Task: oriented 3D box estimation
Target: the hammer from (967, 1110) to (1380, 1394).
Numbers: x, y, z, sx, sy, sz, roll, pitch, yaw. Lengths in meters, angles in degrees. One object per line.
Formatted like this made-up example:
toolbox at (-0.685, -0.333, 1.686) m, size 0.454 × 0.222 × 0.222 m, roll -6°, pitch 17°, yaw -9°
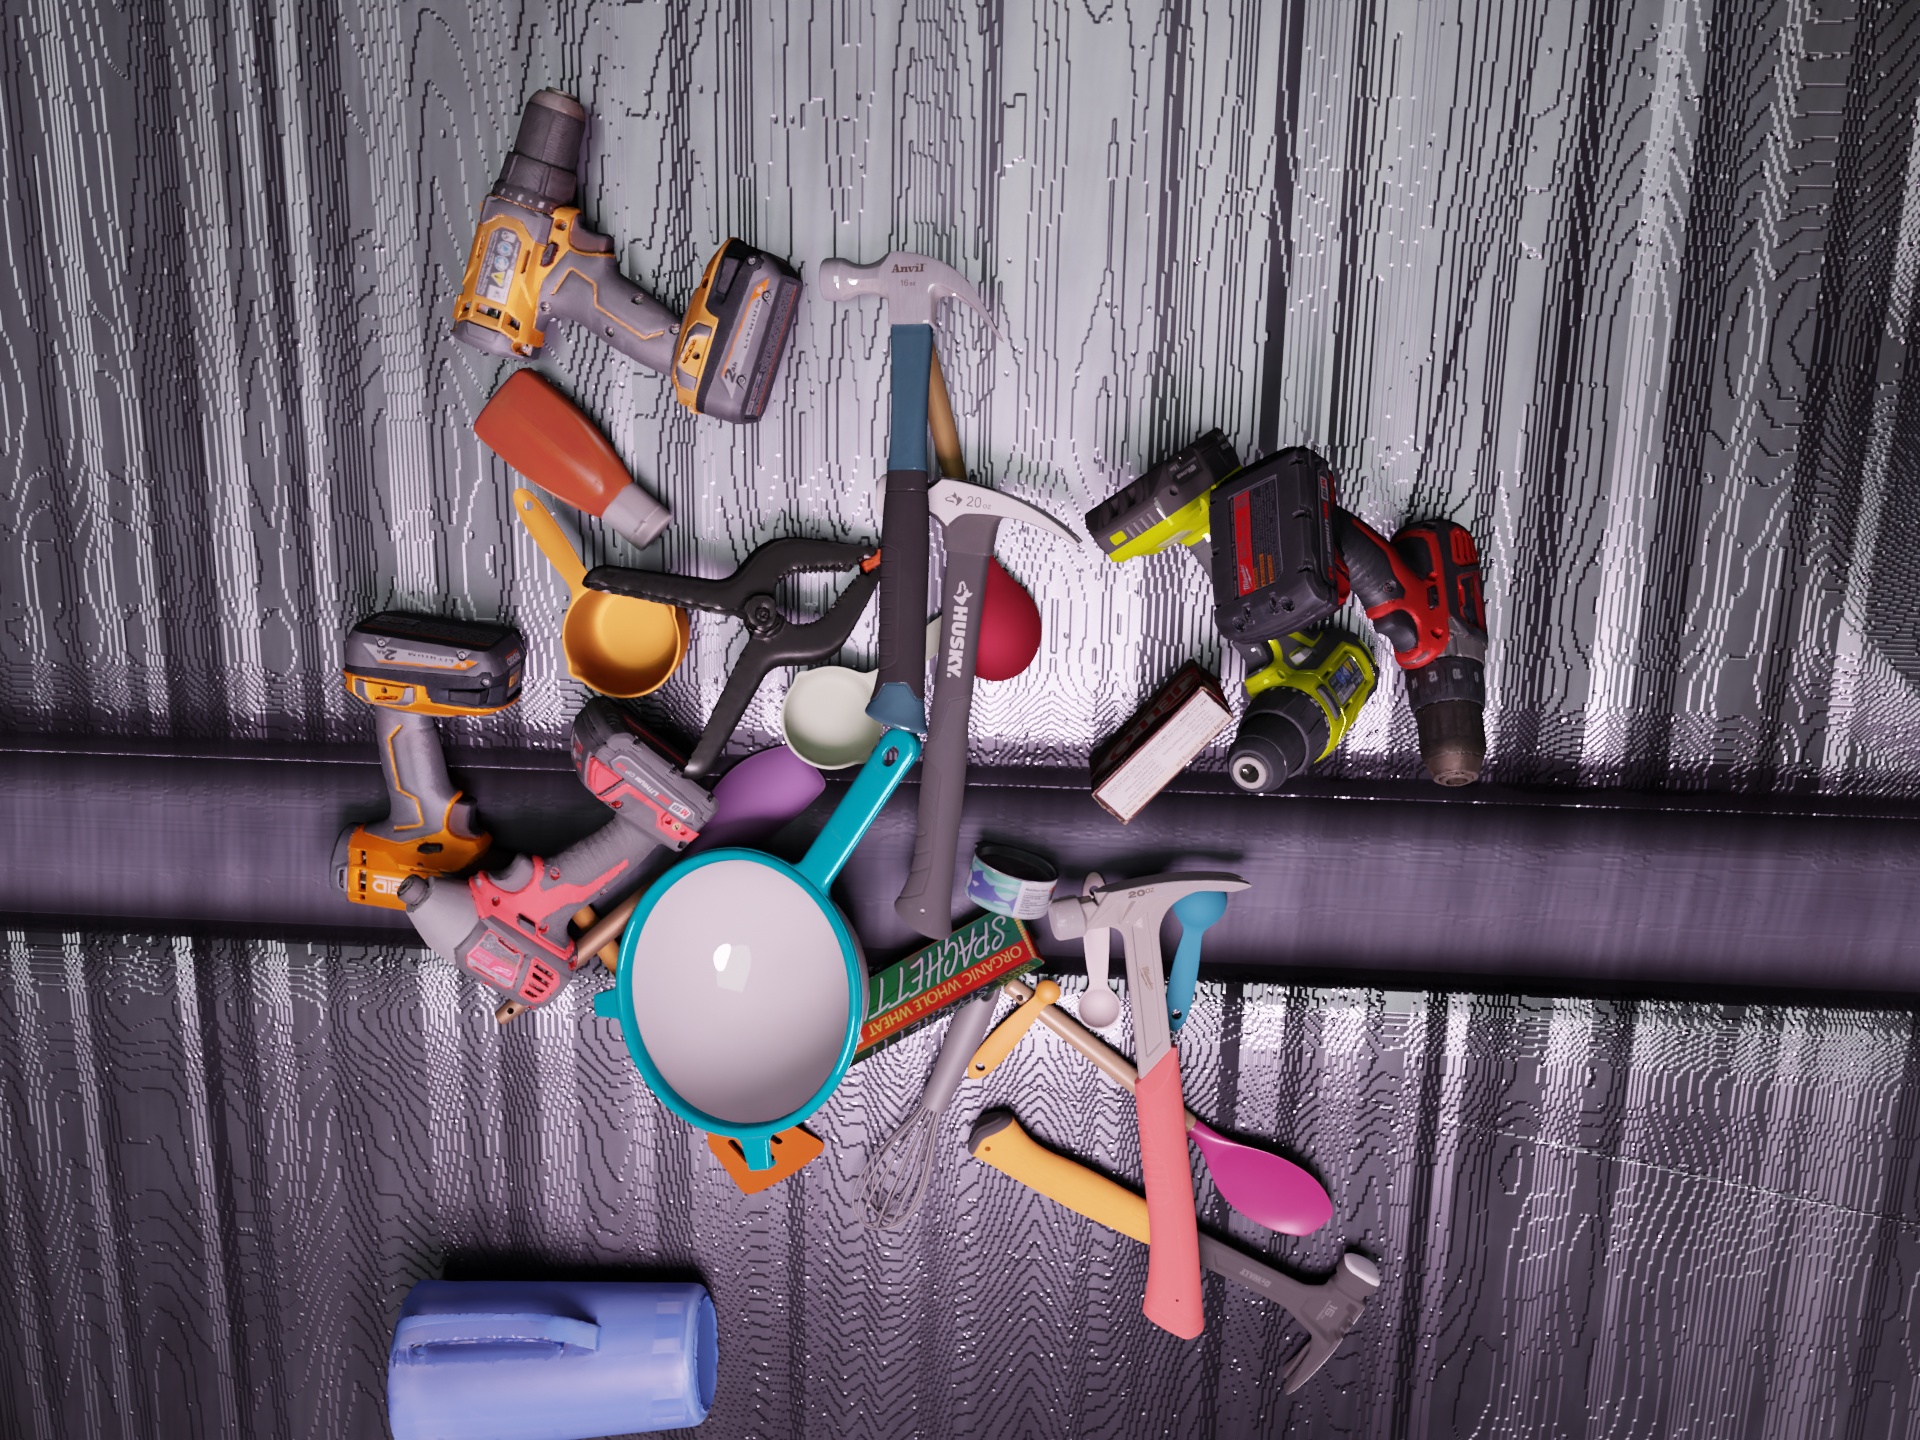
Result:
hammer at (0.155, 0.409, 1.264) m, size 0.337 × 0.034 × 0.127 m, roll 28°, pitch 108°, yaw -1°

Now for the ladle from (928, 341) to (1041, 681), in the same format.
ladle at (-0.003, -0.178, 1.146) m, size 0.069 × 0.031 × 0.315 m, roll -15°, pitch 100°, yaw -5°

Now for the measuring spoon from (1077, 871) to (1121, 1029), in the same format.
measuring spoon at (0.105, 0.177, 1.229) m, size 0.034 × 0.018 × 0.124 m, roll -2°, pitch 96°, yaw 1°

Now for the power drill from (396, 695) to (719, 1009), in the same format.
power drill at (-0.296, 0.097, 1.163) m, size 0.219 × 0.079 × 0.143 m, roll -48°, pitch 122°, yaw 1°

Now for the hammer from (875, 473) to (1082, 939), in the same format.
hammer at (-0.002, -0.004, 1.145) m, size 0.146 × 0.035 × 0.334 m, roll 8°, pitch 102°, yaw 9°

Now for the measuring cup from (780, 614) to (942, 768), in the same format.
measuring cup at (-0.061, -0.031, 1.185) m, size 0.167 × 0.038 × 0.083 m, roll -38°, pitch 98°, yaw -6°

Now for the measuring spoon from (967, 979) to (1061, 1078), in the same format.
measuring spoon at (0.039, 0.243, 1.235) m, size 0.021 × 0.011 × 0.117 m, roll 37°, pitch 116°, yaw -3°

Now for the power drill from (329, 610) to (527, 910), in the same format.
power drill at (-0.384, 0.042, 1.198) m, size 0.164 × 0.084 × 0.226 m, roll 9°, pitch 108°, yaw 1°

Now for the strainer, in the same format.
strainer at (-0.113, 0.147, 1.184) m, size 0.211 × 0.095 × 0.340 m, roll 38°, pitch 103°, yaw 21°

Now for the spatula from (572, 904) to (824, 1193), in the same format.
spatula at (-0.232, 0.241, 1.262) m, size 0.081 × 0.041 × 0.322 m, roll -34°, pitch 94°, yaw 10°

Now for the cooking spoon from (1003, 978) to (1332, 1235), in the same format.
cooking spoon at (0.161, 0.302, 1.248) m, size 0.319 × 0.017 × 0.068 m, roll 38°, pitch 118°, yaw -5°

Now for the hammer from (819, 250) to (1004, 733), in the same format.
hammer at (-0.038, -0.156, 1.090) m, size 0.128 × 0.033 × 0.331 m, roll 1°, pitch 87°, yaw 12°

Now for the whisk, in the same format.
whisk at (-0.024, 0.299, 1.250) m, size 0.055 × 0.055 × 0.239 m, roll 24°, pitch 99°, yaw -2°

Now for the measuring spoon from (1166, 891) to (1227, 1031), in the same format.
measuring spoon at (0.175, 0.181, 1.217) m, size 0.042 × 0.021 × 0.128 m, roll 10°, pitch 102°, yaw 2°

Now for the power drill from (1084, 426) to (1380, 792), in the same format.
power drill at (0.186, -0.070, 1.079) m, size 0.080 × 0.190 × 0.228 m, roll -31°, pitch 94°, yaw 39°

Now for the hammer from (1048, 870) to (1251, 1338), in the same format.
hammer at (0.160, 0.293, 1.201) m, size 0.149 × 0.037 × 0.359 m, roll -8°, pitch 100°, yaw -5°

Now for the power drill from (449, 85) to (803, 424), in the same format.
power drill at (-0.228, -0.319, 1.104) m, size 0.226 × 0.084 × 0.185 m, roll 20°, pitch 102°, yaw 4°

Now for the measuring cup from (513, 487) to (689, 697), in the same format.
measuring cup at (-0.268, -0.099, 1.170) m, size 0.095 × 0.052 × 0.173 m, roll -33°, pitch 97°, yaw 11°

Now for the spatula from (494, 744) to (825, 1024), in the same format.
spatula at (-0.237, 0.129, 1.223) m, size 0.316 × 0.018 × 0.060 m, roll -40°, pitch 94°, yaw 4°

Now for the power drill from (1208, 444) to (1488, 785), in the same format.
power drill at (0.269, -0.066, 1.044) m, size 0.226 × 0.080 × 0.188 m, roll 17°, pitch 63°, yaw -36°
